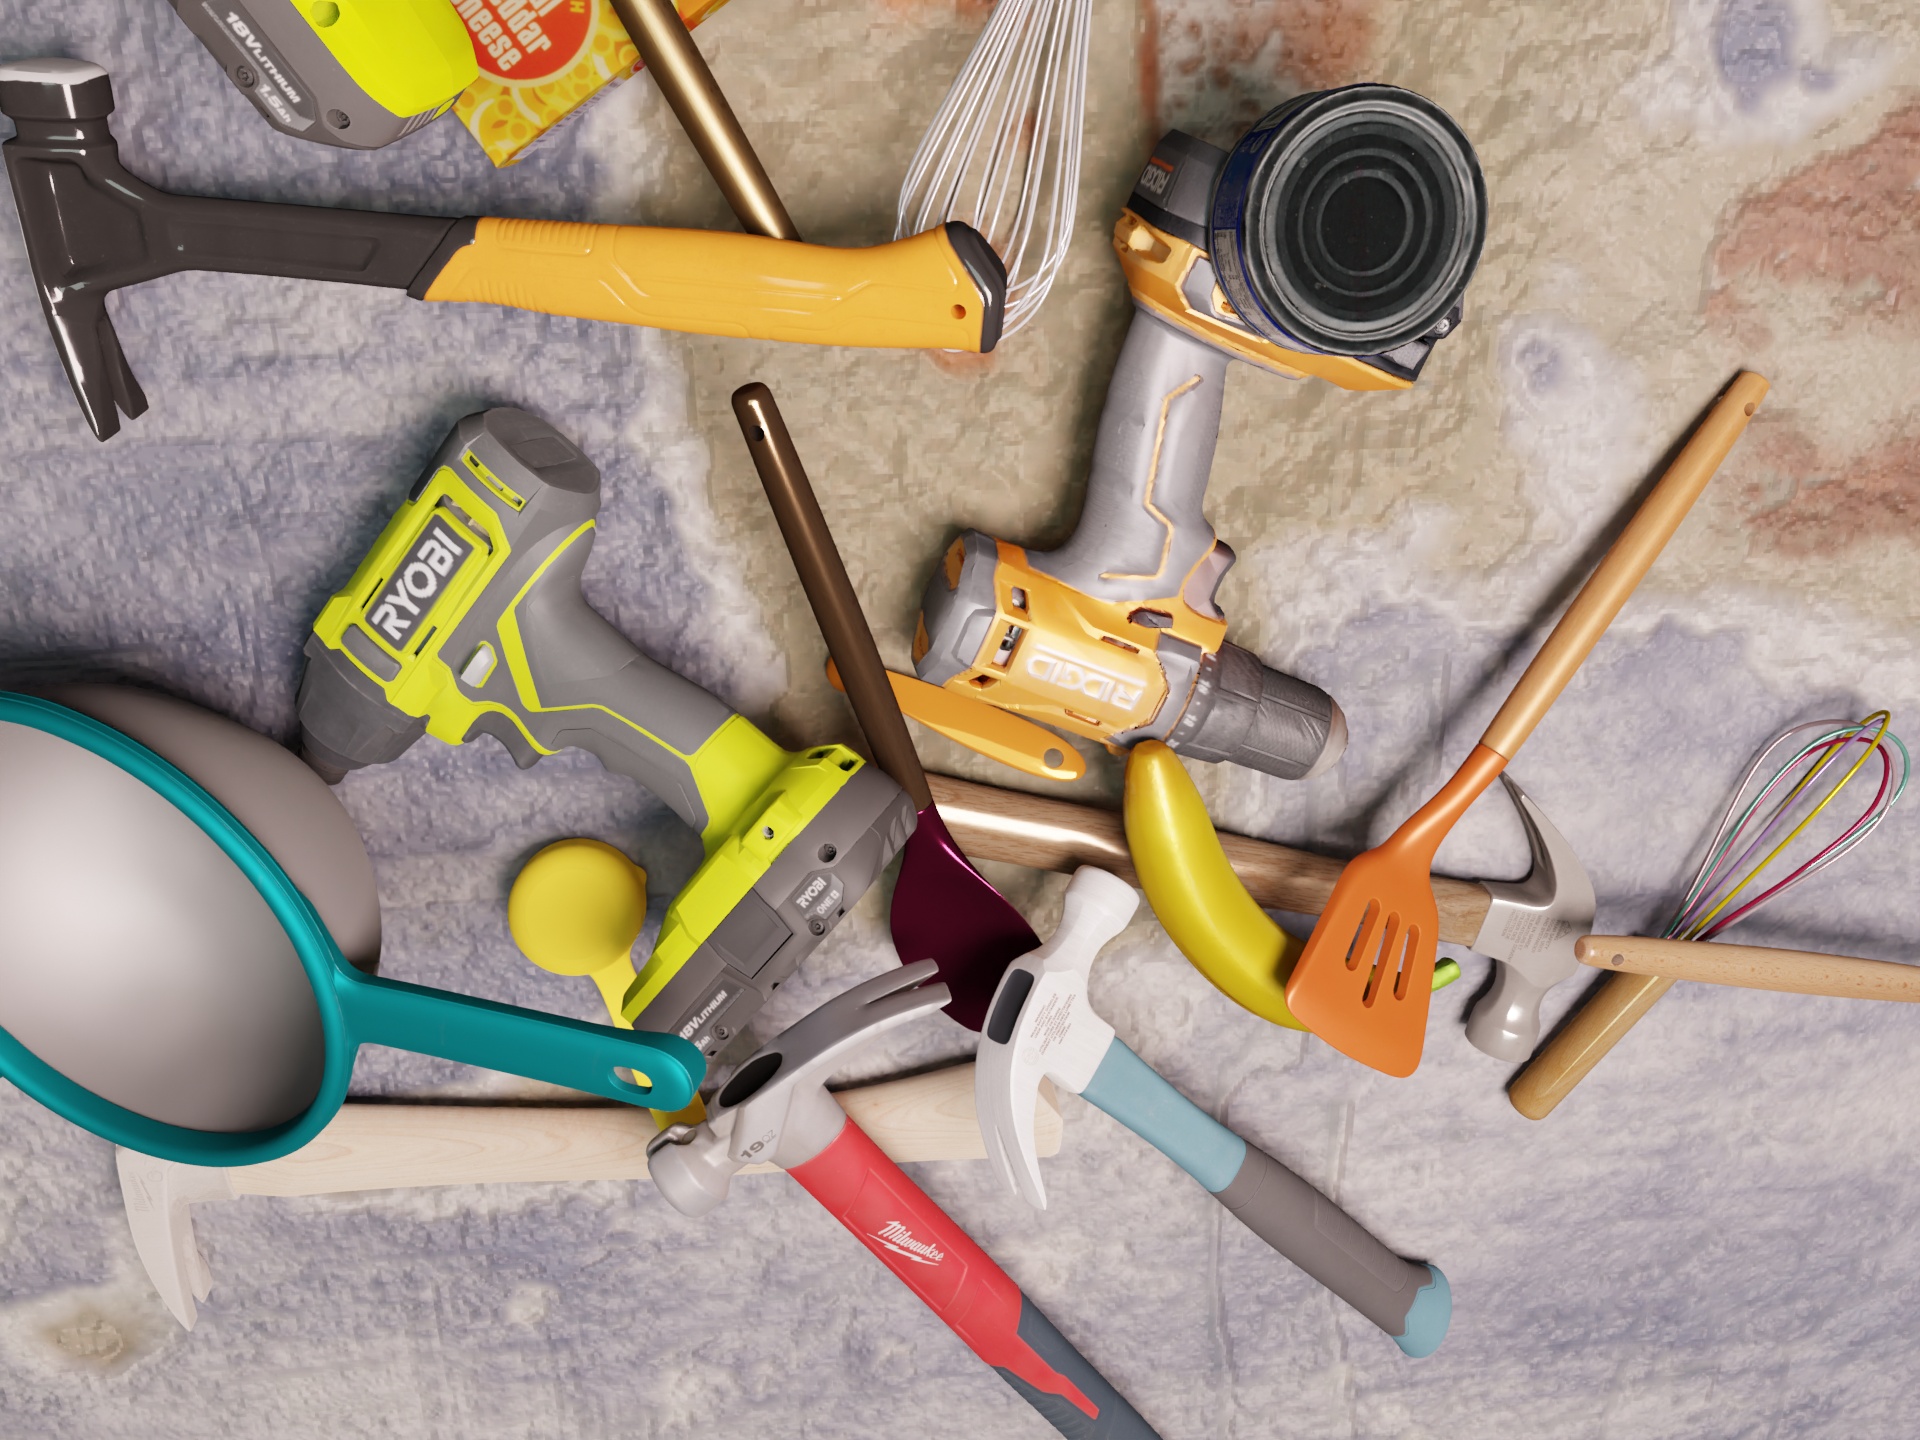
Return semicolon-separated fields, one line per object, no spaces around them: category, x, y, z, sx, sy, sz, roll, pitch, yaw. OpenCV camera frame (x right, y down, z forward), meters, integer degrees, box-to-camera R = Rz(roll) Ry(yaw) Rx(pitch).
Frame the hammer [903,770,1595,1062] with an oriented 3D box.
hammer;0.123;0.064;0.698;0.331;0.031;0.130;12;109;-10

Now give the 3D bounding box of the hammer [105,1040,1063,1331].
hammer;-0.159;0.198;0.719;0.410;0.038;0.146;-1;112;-6

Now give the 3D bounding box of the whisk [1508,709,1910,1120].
whisk;0.338;0.092;0.728;0.051;0.047;0.245;29;110;-17

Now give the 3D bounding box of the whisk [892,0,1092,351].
whisk;0.035;-0.268;0.552;0.070;0.070;0.284;14;104;-11

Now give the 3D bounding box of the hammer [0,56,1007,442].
hammer;-0.152;-0.149;0.548;0.337;0.034;0.127;5;122;2

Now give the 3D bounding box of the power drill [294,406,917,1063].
power drill;-0.143;0.016;0.608;0.223;0.080;0.171;42;110;0

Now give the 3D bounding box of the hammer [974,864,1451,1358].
hammer;0.128;0.205;0.718;0.330;0.033;0.128;41;73;-29

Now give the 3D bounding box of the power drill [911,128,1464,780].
power drill;0.105;-0.085;0.617;0.185;0.084;0.226;20;111;-15

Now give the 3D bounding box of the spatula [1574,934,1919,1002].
spatula;0.414;0.114;0.723;0.317;0.044;0.082;8;112;-14

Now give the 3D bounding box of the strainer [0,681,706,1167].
strainer;-0.242;0.073;0.598;0.340;0.095;0.210;10;122;12

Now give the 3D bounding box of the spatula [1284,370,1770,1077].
spatula;0.239;-0.004;0.652;0.081;0.041;0.322;32;94;-26

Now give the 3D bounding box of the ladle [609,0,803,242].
ladle;-0.119;-0.261;0.509;0.069;0.031;0.315;-22;116;19

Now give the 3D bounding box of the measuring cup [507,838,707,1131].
measuring cup;-0.141;0.124;0.671;0.062;0.029;0.156;-25;93;-5

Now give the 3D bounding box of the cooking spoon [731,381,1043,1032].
cooking spoon;-0.025;0.013;0.627;0.069;0.017;0.318;-6;125;22

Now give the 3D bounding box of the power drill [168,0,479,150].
power drill;-0.123;-0.264;0.447;0.228;0.080;0.190;-25;115;23

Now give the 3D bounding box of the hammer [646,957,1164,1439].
hammer;0.031;0.270;0.736;0.143;0.038;0.386;-36;118;2

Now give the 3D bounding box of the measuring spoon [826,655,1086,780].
measuring spoon;-0.001;-0.002;0.658;0.117;0.011;0.021;24;82;-3
